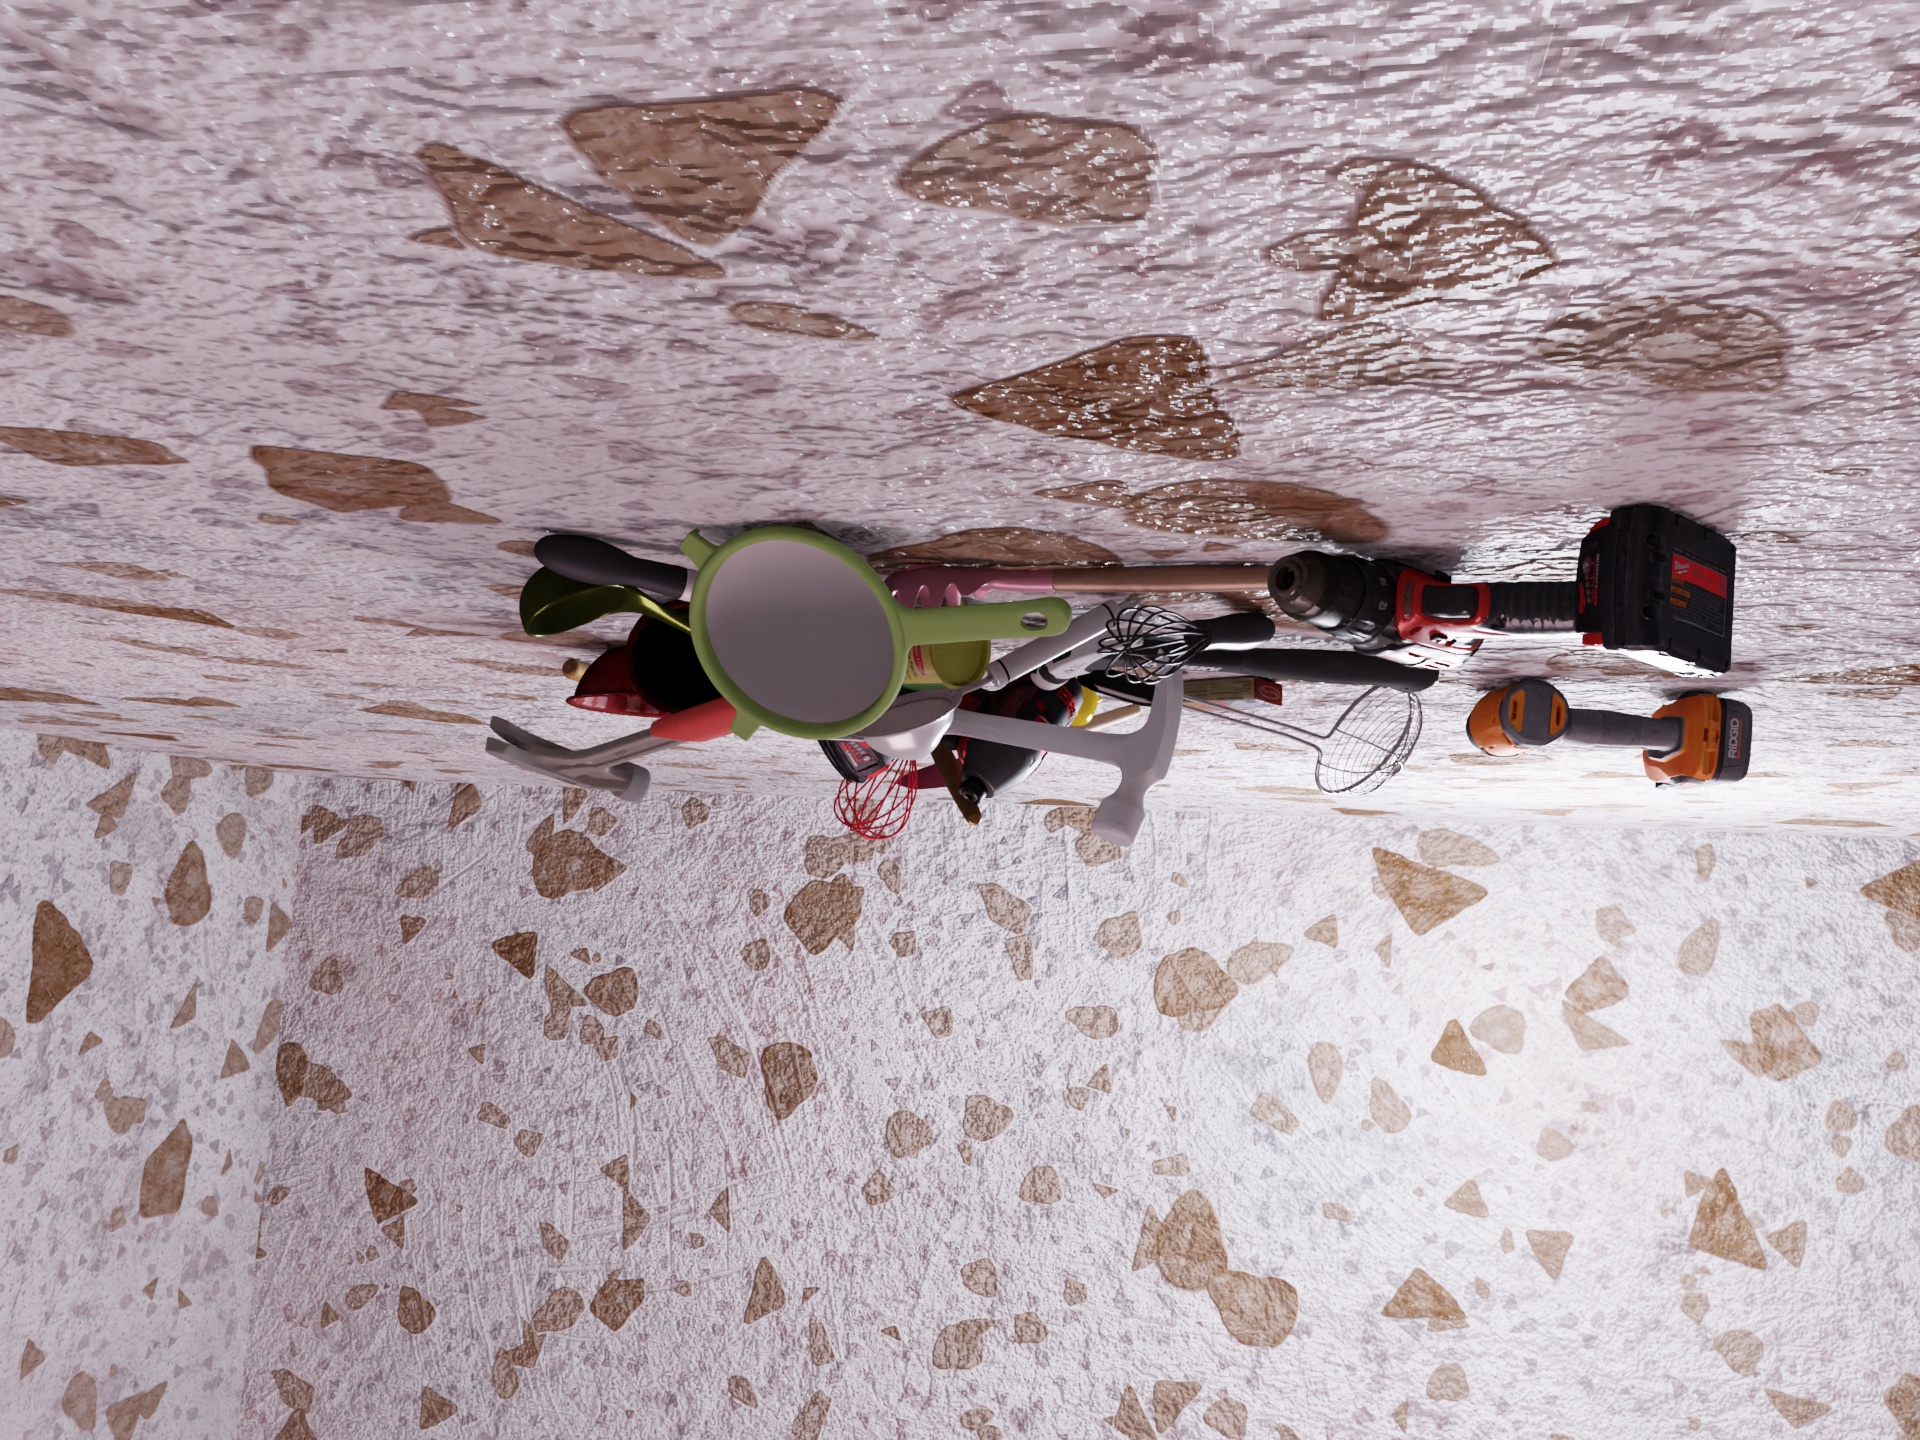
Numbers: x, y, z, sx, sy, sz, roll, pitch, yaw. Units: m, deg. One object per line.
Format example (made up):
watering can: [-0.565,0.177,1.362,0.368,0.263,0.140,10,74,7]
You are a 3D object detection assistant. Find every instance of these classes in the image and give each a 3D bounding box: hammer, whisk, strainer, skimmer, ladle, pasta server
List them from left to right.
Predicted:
whisk: [-0.344,-0.028,1.715,0.051,0.047,0.244,1,170,25]
hammer: [-0.195,-0.003,1.195,0.359,0.037,0.149,-16,151,38]
whisk: [-0.158,-0.086,1.113,0.284,0.070,0.070,12,169,-27]
ladle: [-0.165,-0.046,1.172,0.320,0.062,0.078,20,151,-21]
strainer: [-0.048,-0.070,1.032,0.256,0.151,0.069,-3,-153,19]
whisk: [-0.055,0.031,1.530,0.073,0.073,0.296,1,-154,15]
hammer: [-0.002,-0.004,1.247,0.406,0.144,0.035,10,157,42]
strainer: [0.021,-0.028,1.132,0.258,0.050,0.087,-28,-160,-13]
pasta server: [0.089,-0.086,1.064,0.316,0.040,0.060,0,-177,13]
whisk: [0.166,-0.057,1.117,0.055,0.055,0.239,-2,-176,35]
skimmer: [0.253,-0.016,1.465,0.363,0.127,0.090,15,-152,-6]
hammer: [0.235,-0.049,1.272,0.334,0.035,0.146,3,166,-19]

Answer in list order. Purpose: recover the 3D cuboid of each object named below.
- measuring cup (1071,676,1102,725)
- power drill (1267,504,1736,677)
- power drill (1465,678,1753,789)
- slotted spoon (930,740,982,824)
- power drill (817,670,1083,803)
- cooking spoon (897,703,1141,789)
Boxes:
measuring cup: [0.089,-0.027,1.380,0.062,0.029,0.156,16,169,10]
power drill: [0.313,-0.072,0.940,0.187,0.080,0.227,10,173,-42]
power drill: [0.590,0.012,1.482,0.226,0.084,0.164,7,174,0]
slotted spoon: [-0.023,0.023,1.439,0.070,0.031,0.314,-8,-157,-10]
power drill: [-0.015,0.005,1.350,0.220,0.143,0.078,7,138,41]
cooking spoon: [0.068,0.025,1.626,0.319,0.017,0.069,-17,-161,-36]
